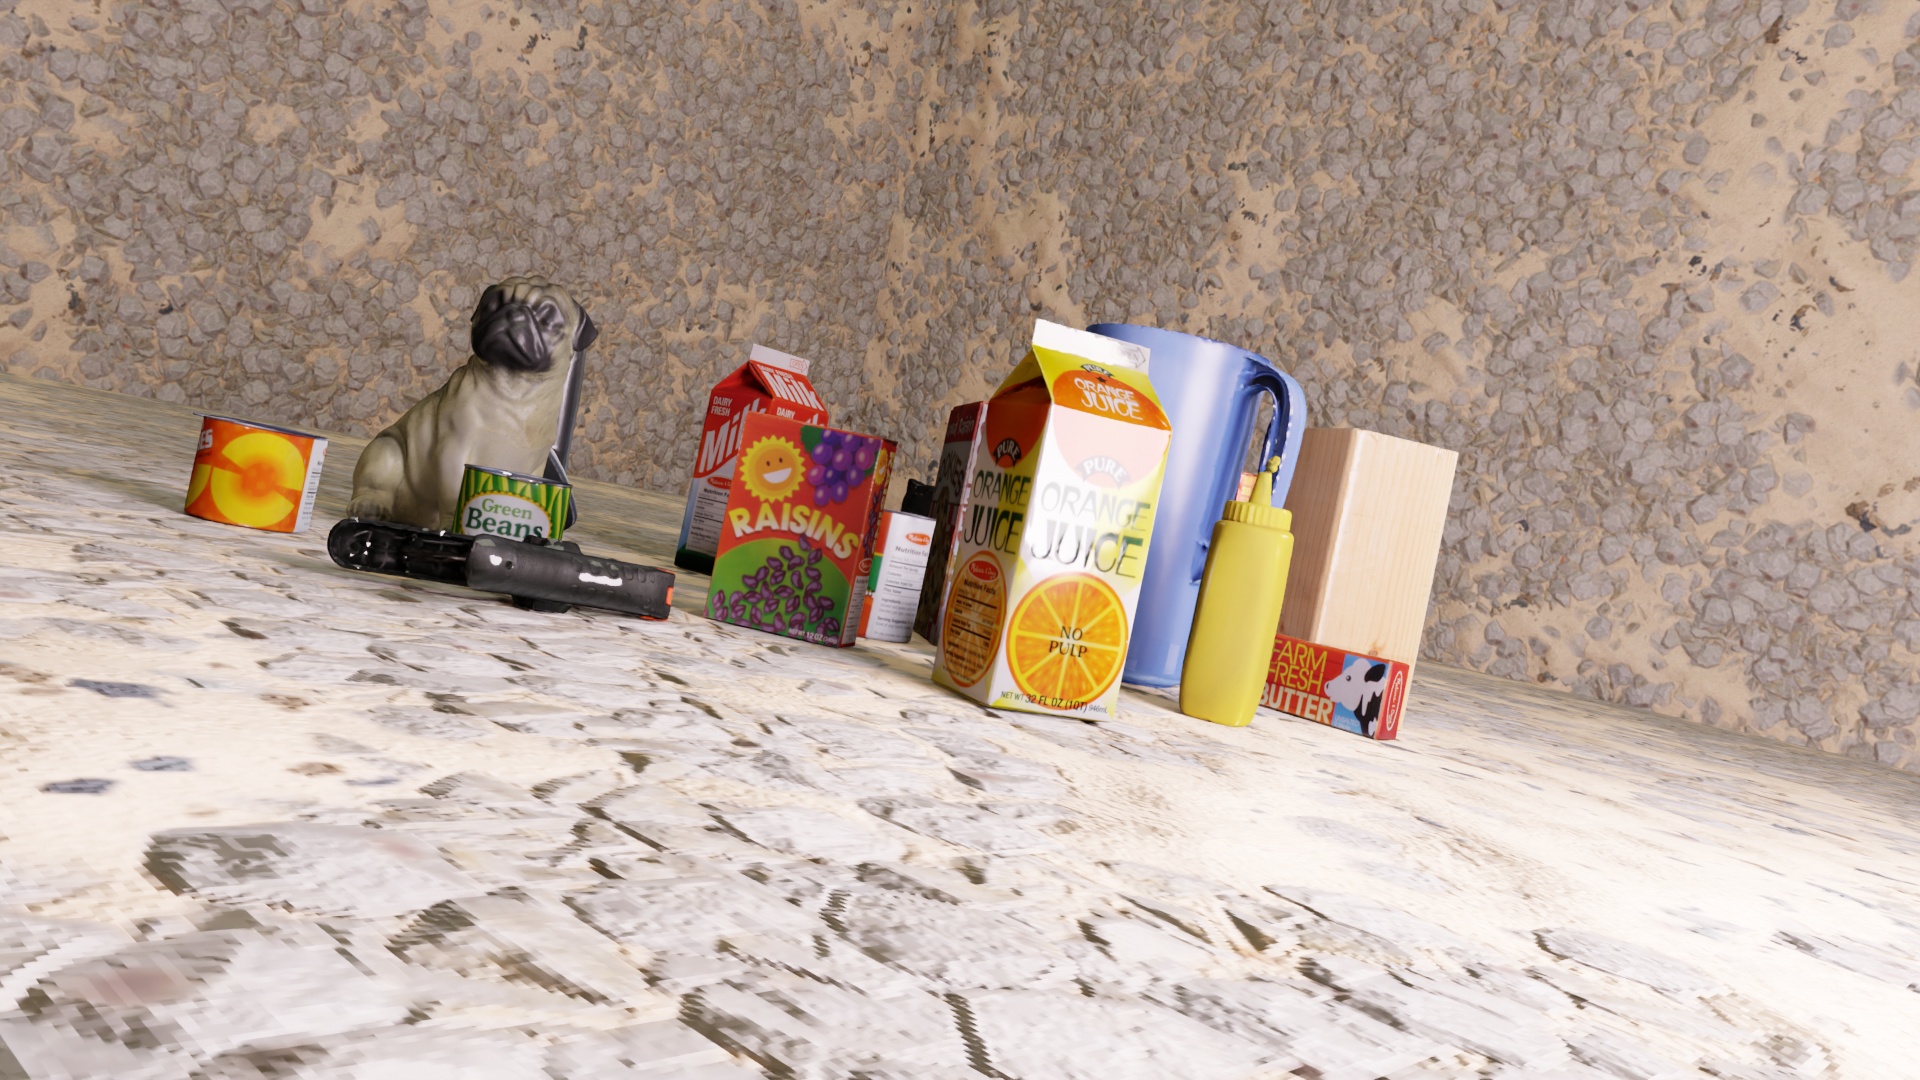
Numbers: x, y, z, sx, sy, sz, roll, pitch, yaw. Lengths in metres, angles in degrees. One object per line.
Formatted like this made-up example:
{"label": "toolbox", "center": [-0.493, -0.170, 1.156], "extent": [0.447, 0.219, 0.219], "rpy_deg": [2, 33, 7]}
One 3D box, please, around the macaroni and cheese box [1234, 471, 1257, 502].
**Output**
{"label": "macaroni and cheese box", "center": [0.208, 0.028, 1.141], "extent": [0.040, 0.166, 0.124], "rpy_deg": [12, 0, -11]}

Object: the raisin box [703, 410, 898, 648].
{"label": "raisin box", "center": [-0.092, -0.007, 0.808], "extent": [0.086, 0.123, 0.040], "rpy_deg": [12, 0, 11]}

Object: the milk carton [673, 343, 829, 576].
{"label": "milk carton", "center": [-0.167, -0.062, 1.142], "extent": [0.073, 0.190, 0.072], "rpy_deg": [12, 0, 34]}

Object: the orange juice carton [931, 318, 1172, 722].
{"label": "orange juice carton", "center": [0.049, -0.011, 0.702], "extent": [0.072, 0.192, 0.073], "rpy_deg": [12, 0, -26]}

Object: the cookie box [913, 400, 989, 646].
{"label": "cookie box", "center": [0.004, -0.012, 0.981], "extent": [0.040, 0.167, 0.123], "rpy_deg": [12, 0, -11]}

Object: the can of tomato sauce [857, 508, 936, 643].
{"label": "can of tomato sauce", "center": [-0.058, 0.019, 0.906], "extent": [0.071, 0.083, 0.071], "rpy_deg": [12, 1, 0]}

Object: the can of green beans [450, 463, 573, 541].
{"label": "can of green beans", "center": [-0.279, -0.013, 0.861], "extent": [0.071, 0.058, 0.071], "rpy_deg": [12, 1, 0]}

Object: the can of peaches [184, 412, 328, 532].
{"label": "can of peaches", "center": [-0.409, -0.039, 0.802], "extent": [0.071, 0.058, 0.071], "rpy_deg": [12, 1, 0]}

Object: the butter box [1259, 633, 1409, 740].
{"label": "butter box", "center": [0.249, 0.098, 0.939], "extent": [0.024, 0.053, 0.103], "rpy_deg": [11, 1, -39]}

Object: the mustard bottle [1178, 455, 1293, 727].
{"label": "mustard bottle", "center": [0.167, 0.028, 0.823], "extent": [0.049, 0.160, 0.065], "rpy_deg": [12, 0, 18]}
